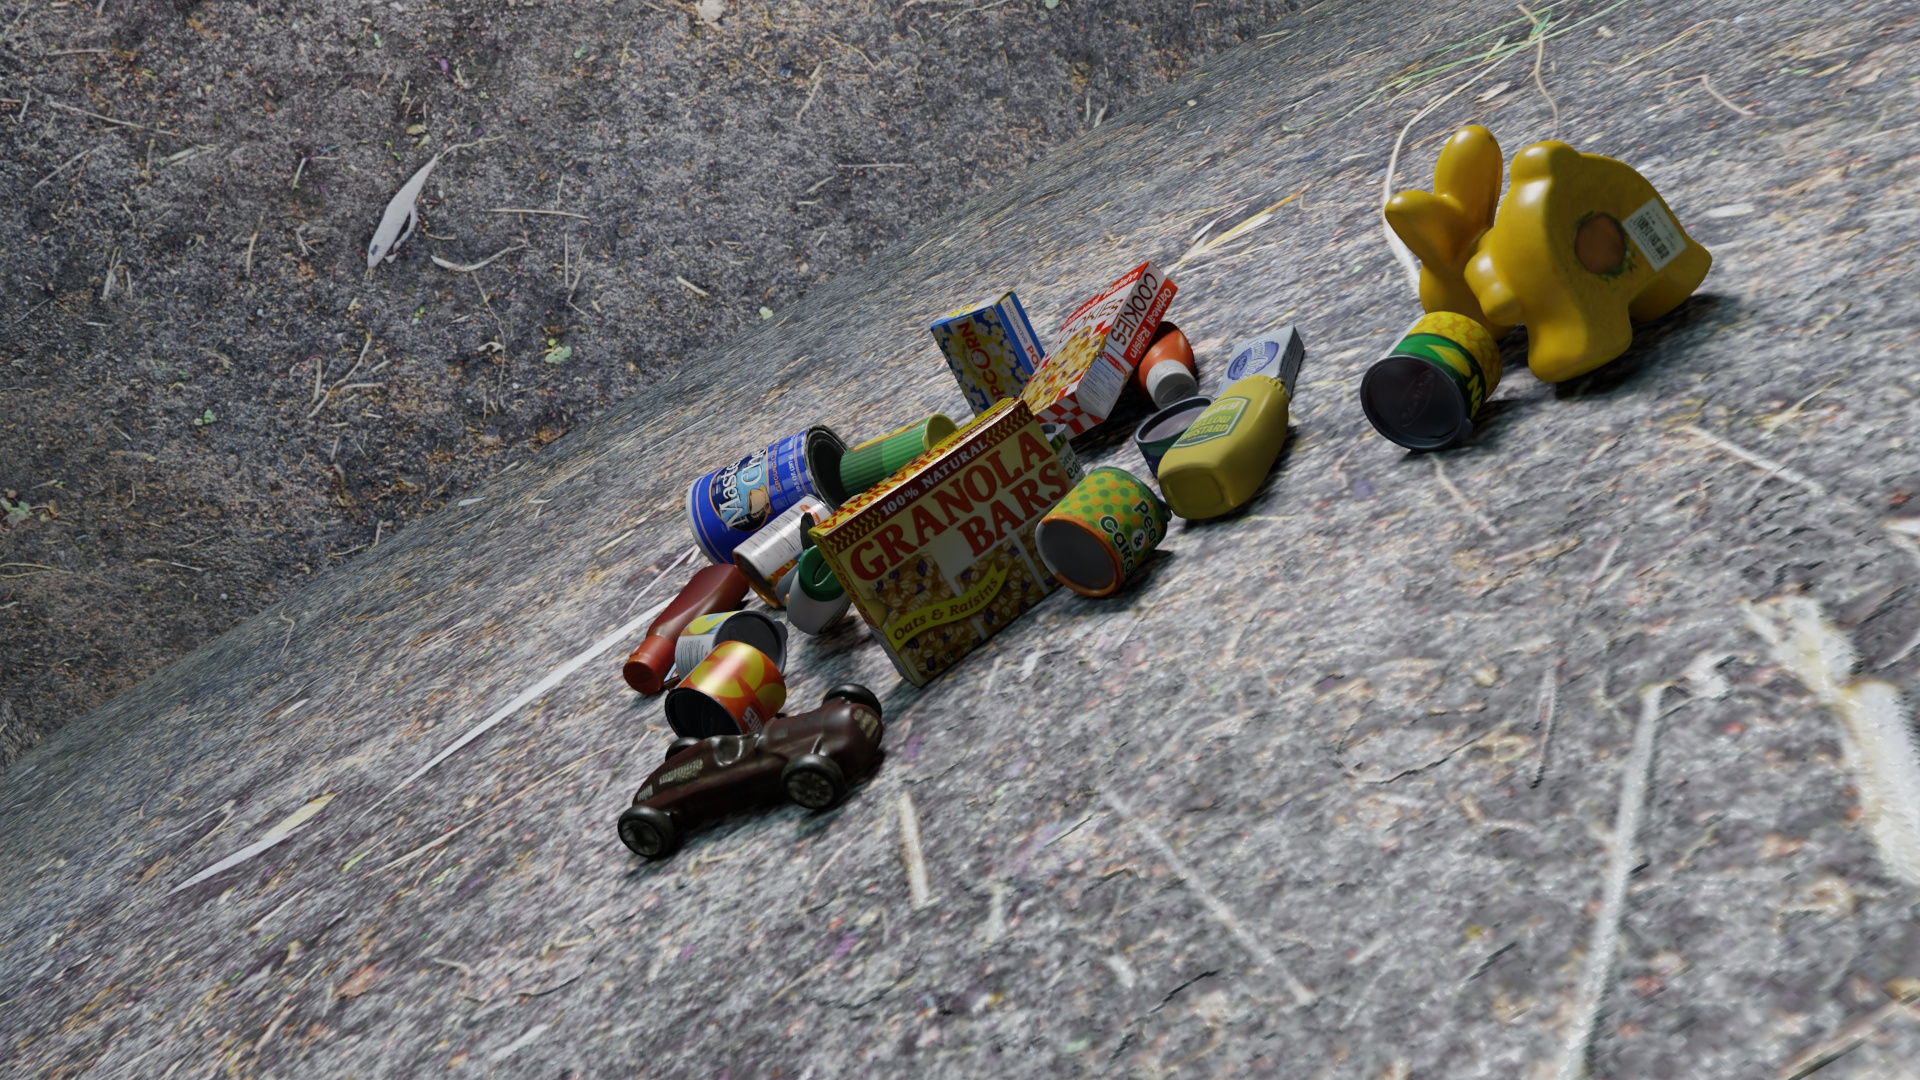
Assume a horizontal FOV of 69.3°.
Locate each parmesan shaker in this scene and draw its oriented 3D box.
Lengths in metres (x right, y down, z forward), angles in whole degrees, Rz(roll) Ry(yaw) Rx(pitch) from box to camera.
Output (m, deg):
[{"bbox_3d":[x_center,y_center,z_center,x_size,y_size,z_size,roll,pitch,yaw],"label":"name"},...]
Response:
[{"bbox_3d":[-0.054,-0.070,1.275,0.103,0.071,0.072,-18,22,31],"label":"parmesan shaker"}]

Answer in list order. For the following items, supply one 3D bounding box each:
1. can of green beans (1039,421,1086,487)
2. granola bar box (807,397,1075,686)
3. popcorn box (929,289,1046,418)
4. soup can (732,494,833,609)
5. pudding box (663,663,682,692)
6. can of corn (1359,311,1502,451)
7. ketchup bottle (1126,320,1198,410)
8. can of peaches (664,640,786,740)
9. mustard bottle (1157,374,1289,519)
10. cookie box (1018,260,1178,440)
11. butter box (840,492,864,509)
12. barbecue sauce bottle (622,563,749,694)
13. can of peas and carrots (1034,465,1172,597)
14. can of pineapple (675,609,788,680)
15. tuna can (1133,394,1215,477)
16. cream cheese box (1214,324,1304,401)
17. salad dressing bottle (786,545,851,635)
[{"bbox_3d":[0.060,-0.050,1.071,0.071,0.057,0.071,-27,18,10],"label":"can of green beans"},{"bbox_3d":[0.001,0.000,0.929,0.166,0.124,0.039,-35,18,-14],"label":"granola bar box"},{"bbox_3d":[0.037,-0.160,1.283,0.085,0.126,0.038,-11,23,44],"label":"popcorn box"},{"bbox_3d":[-0.147,0.012,1.218,0.084,0.071,0.071,-39,20,-21],"label":"soup can"},{"bbox_3d":[-0.204,0.098,1.132,0.049,0.030,0.084,-24,20,16],"label":"pudding box"},{"bbox_3d":[0.287,-0.095,0.839,0.071,0.071,0.058,-7,29,50],"label":"can of corn"},{"bbox_3d":[0.170,-0.144,1.172,0.064,0.043,0.149,-33,18,11],"label":"ketchup bottle"},{"bbox_3d":[-0.162,0.114,0.978,0.071,0.071,0.058,-15,23,38],"label":"can of peaches"},{"bbox_3d":[0.190,-0.074,0.952,0.065,0.048,0.161,-12,26,40],"label":"mustard bottle"},{"bbox_3d":[0.108,-0.154,1.200,0.122,0.040,0.168,-27,27,54],"label":"cookie box"},{"bbox_3d":[-0.048,-0.022,1.171,0.103,0.053,0.024,-15,21,36],"label":"butter box"},{"bbox_3d":[-0.245,0.077,1.227,0.064,0.043,0.149,-19,22,31],"label":"barbecue sauce bottle"},{"bbox_3d":[0.092,-0.005,0.896,0.071,0.070,0.059,-6,31,51],"label":"can of peas and carrots"},{"bbox_3d":[-0.174,0.087,1.061,0.057,0.071,0.071,-9,28,48],"label":"can of pineapple"},{"bbox_3d":[0.165,-0.076,1.020,0.071,0.032,0.071,-27,19,10],"label":"tuna can"},{"bbox_3d":[0.232,-0.130,1.072,0.053,0.024,0.104,-18,22,29],"label":"cream cheese box"},{"bbox_3d":[-0.102,0.034,1.031,0.064,0.044,0.147,-56,-1,-13],"label":"salad dressing bottle"}]
